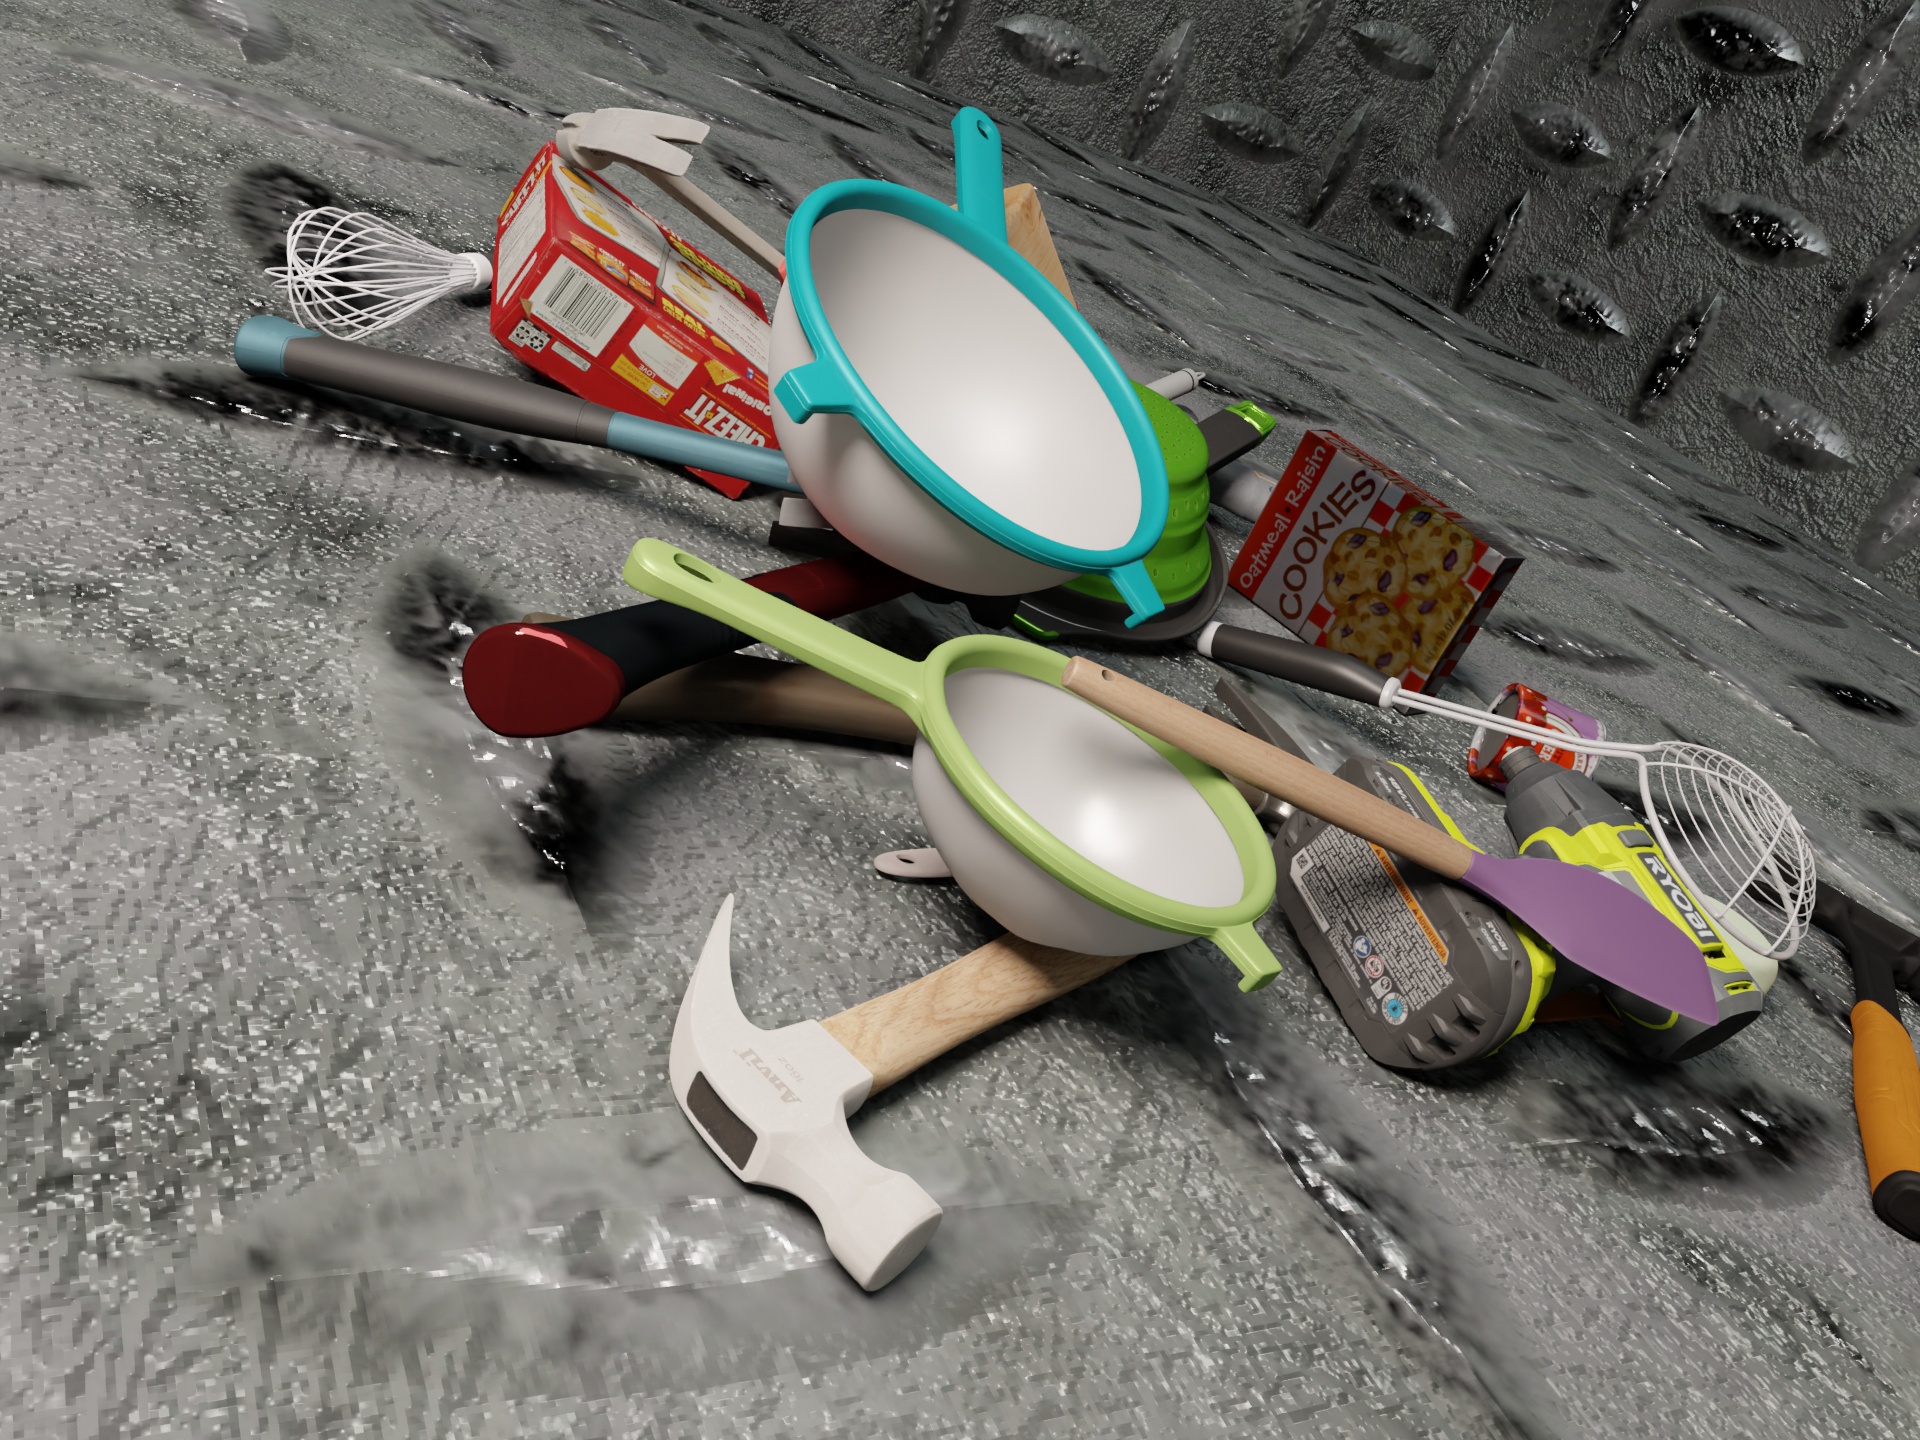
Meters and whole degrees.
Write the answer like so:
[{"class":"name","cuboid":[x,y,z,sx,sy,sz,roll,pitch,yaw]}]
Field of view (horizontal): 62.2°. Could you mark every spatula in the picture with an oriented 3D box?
[{"class":"spatula","cuboid":[0.178,0.045,0.632,0.315,0.018,0.060,25,44,-15]}]

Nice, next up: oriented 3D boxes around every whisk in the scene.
[{"class":"whisk","cuboid":[-0.305,-0.261,0.934,0.070,0.070,0.285,28,21,5]}]

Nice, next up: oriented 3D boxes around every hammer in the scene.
[{"class":"hammer","cuboid":[-0.001,-0.002,0.742,0.410,0.038,0.146,11,28,-28]},{"class":"hammer","cuboid":[-0.185,-0.146,0.785,0.331,0.033,0.128,13,15,-4]},{"class":"hammer","cuboid":[0.496,0.173,0.867,0.127,0.034,0.337,33,27,13]},{"class":"hammer","cuboid":[-0.094,-0.054,0.674,0.143,0.038,0.386,20,17,15]},{"class":"hammer","cuboid":[-0.078,-0.257,0.986,0.358,0.037,0.149,30,-1,-44]},{"class":"hammer","cuboid":[0.024,0.091,0.596,0.130,0.031,0.331,39,28,23]}]

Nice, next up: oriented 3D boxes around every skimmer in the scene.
[{"class":"skimmer","cuboid":[0.299,0.029,0.913,0.363,0.090,0.127,19,28,28]}]

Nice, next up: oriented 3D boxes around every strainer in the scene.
[{"class":"strainer","cuboid":[-0.010,0.018,0.568,0.256,0.069,0.152,26,27,-14]},{"class":"strainer","cuboid":[0.111,-0.230,1.184,0.087,0.050,0.258,2,24,41]},{"class":"strainer","cuboid":[-0.013,-0.178,0.757,0.210,0.095,0.341,28,40,-28]}]

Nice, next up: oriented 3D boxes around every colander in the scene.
[{"class":"colander","cuboid":[0.128,-0.179,1.028,0.204,0.094,0.397,38,40,15]}]

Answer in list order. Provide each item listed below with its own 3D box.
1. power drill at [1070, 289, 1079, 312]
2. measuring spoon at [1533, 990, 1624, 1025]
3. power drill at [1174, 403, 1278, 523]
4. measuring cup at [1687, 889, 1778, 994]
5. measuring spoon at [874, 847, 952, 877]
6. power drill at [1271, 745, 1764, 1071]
[{"class":"power drill","cuboid":[0.018,-0.287,1.184,0.143,0.078,0.220,10,18,3]},{"class":"measuring spoon","cuboid":[0.278,0.139,0.764,0.116,0.011,0.021,7,44,-28]},{"class":"power drill","cuboid":[0.236,-0.181,1.243,0.226,0.084,0.185,21,26,2]},{"class":"measuring cup","cuboid":[0.410,0.102,0.913,0.083,0.038,0.168,21,28,-10]},{"class":"measuring spoon","cuboid":[0.015,0.052,0.669,0.124,0.018,0.034,-1,24,-41]},{"class":"power drill","cuboid":[0.257,0.081,0.742,0.223,0.080,0.171,3,48,-38]}]
